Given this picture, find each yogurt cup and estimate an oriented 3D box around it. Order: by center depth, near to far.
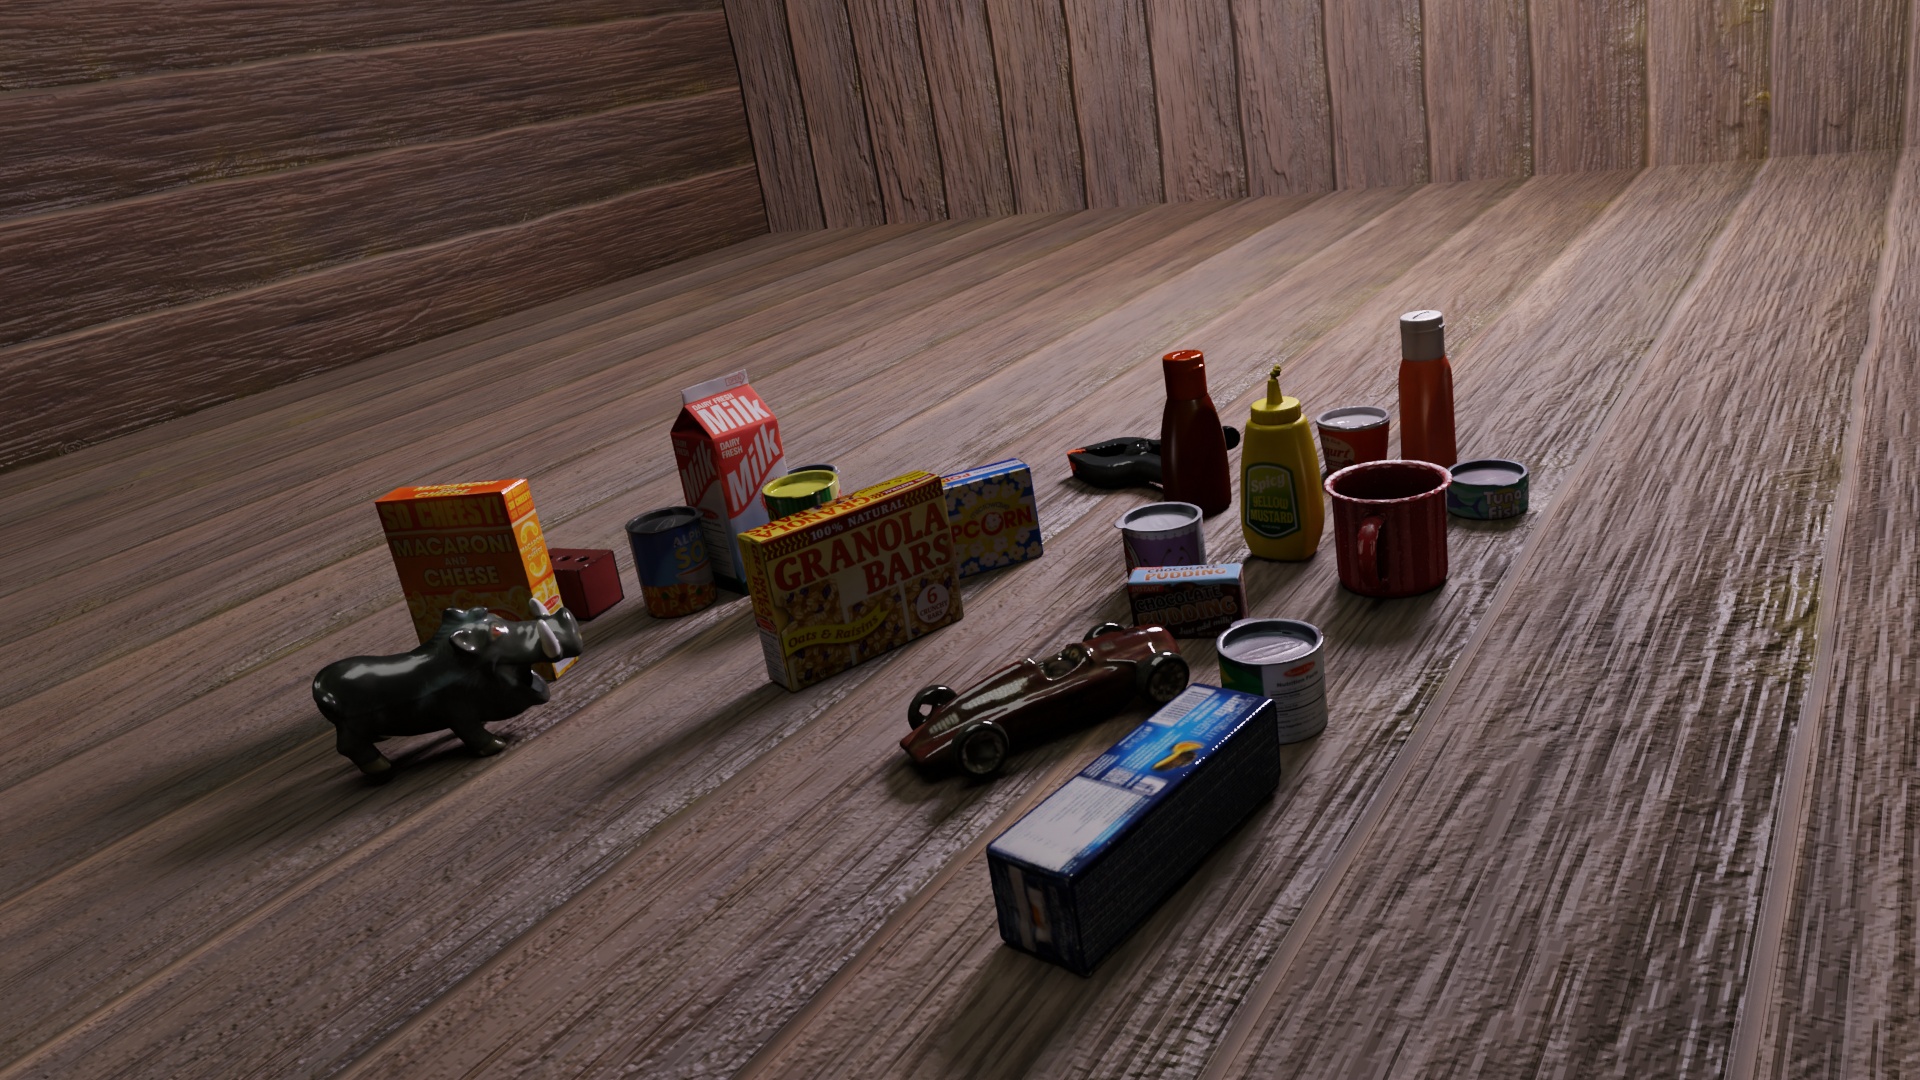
[{"bbox_3d":[0.370,-0.092,1.303,0.072,0.053,0.072,-8,20,3],"label":"yogurt cup"}]

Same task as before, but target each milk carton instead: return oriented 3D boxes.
[{"bbox_3d":[-0.205,-0.055,1.265,0.072,0.189,0.073,-26,25,-38],"label":"milk carton"}]

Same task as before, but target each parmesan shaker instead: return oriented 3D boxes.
[{"bbox_3d":[-0.130,-0.001,1.214,0.071,0.102,0.071,-8,20,3],"label":"parmesan shaker"}]

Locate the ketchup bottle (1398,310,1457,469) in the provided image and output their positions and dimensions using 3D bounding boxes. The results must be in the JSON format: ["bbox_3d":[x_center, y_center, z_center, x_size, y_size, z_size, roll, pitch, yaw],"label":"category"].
[{"bbox_3d":[0.418,-0.130,1.246,0.043,0.148,0.065,8,26,40],"label":"ketchup bottle"}]

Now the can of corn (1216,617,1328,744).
[{"bbox_3d":[0.198,0.088,0.886,0.071,0.058,0.071,-8,20,3],"label":"can of corn"}]

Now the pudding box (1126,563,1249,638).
[{"bbox_3d":[0.169,0.045,1.030,0.083,0.049,0.030,-3,21,18],"label":"pudding box"}]

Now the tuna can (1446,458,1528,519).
[{"bbox_3d":[0.444,-0.043,1.167,0.071,0.032,0.071,-8,20,3],"label":"tuna can"}]

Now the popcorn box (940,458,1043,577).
[{"bbox_3d":[0.004,-0.015,1.216,0.127,0.085,0.038,-15,20,-15],"label":"popcorn box"}]

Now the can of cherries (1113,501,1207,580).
[{"bbox_3d":[0.162,0.007,1.123,0.071,0.058,0.072,-8,20,3],"label":"can of cherries"}]

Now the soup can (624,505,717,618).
[{"bbox_3d":[-0.255,0.019,1.244,0.071,0.083,0.071,-8,20,3],"label":"soup can"}]

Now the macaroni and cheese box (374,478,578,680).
[{"bbox_3d":[-0.398,0.035,1.145,0.124,0.165,0.040,-3,20,17],"label":"macaroni and cheese box"}]

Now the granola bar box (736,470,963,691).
[{"bbox_3d":[-0.081,0.029,1.079,0.166,0.123,0.039,-22,23,-31],"label":"granola bar box"}]

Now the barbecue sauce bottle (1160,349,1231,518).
[{"bbox_3d":[0.208,-0.095,1.249,0.065,0.148,0.044,-20,22,-28],"label":"barbecue sauce bottle"}]

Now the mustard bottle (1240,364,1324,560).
[{"bbox_3d":[0.257,-0.064,1.123,0.065,0.159,0.049,4,24,34],"label":"mustard bottle"}]

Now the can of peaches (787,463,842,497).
[{"bbox_3d":[-0.149,-0.039,1.391,0.071,0.058,0.071,-8,20,3],"label":"can of peaches"}]
